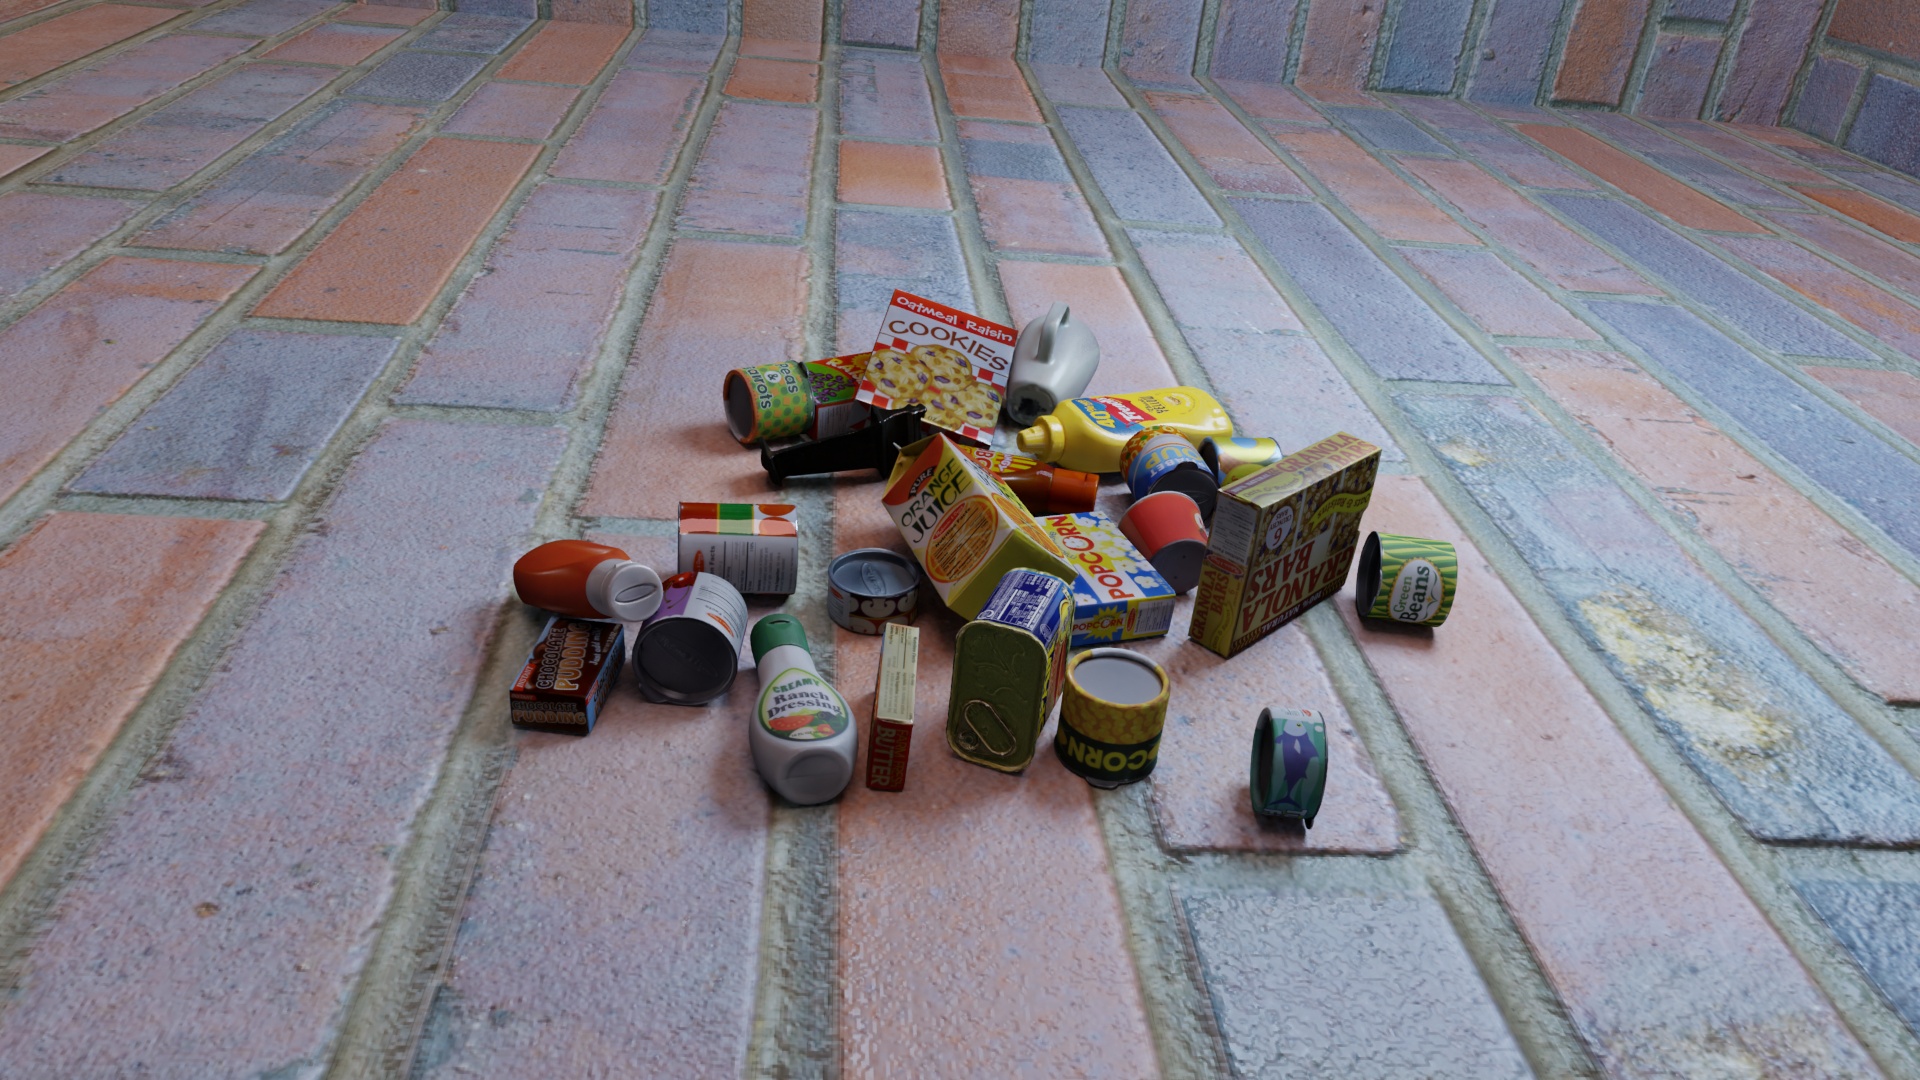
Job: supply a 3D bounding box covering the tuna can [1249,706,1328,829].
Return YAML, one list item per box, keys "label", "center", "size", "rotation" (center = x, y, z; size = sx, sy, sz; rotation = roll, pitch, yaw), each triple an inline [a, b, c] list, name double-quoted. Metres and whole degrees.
- label: "tuna can"
  center: [0.196, 0.136, 0.834]
  size: [0.033, 0.070, 0.071]
  rotation: [6, 29, 1]

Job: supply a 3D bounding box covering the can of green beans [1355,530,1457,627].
- label: "can of green beans"
  center: [0.335, 0.029, 1.045]
  size: [0.058, 0.071, 0.071]
  rotation: [8, 29, 3]

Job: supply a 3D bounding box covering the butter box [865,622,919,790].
- label: "butter box"
  center: [-0.042, 0.101, 0.858]
  size: [0.024, 0.052, 0.104]
  rotation: [7, 30, -4]

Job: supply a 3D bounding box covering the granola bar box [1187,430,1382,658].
- label: "granola bar box"
  center: [0.240, 0.001, 1.018]
  size: [0.039, 0.123, 0.166]
  rotation: [30, 37, 35]

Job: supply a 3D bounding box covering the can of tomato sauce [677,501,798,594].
- label: "can of tomato sauce"
  center: [-0.160, 0.005, 0.991]
  size: [0.083, 0.070, 0.071]
  rotation: [1, 30, -11]

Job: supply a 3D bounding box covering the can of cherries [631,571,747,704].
- label: "can of cherries"
  center: [-0.174, 0.063, 0.889]
  size: [0.071, 0.071, 0.059]
  rotation: [4, 29, -4]

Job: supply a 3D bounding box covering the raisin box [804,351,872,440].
- label: "raisin box"
  center: [-0.099, -0.135, 1.276]
  size: [0.124, 0.039, 0.086]
  rotation: [-15, 36, -31]

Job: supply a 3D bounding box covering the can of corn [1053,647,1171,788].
- label: "can of corn"
  center: [0.094, 0.109, 0.865]
  size: [0.071, 0.058, 0.071]
  rotation: [5, 29, -2]

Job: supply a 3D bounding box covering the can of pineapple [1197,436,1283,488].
- label: "can of pineapple"
  center: [0.235, -0.054, 1.172]
  size: [0.058, 0.070, 0.071]
  rotation: [0, 30, -10]

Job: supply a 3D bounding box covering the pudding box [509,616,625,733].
- label: "pudding box"
  center: [-0.246, 0.083, 0.872]
  size: [0.050, 0.030, 0.084]
  rotation: [6, 29, 1]

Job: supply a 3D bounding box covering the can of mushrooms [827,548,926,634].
- label: "can of mushrooms"
  center: [-0.060, 0.036, 0.989]
  size: [0.071, 0.033, 0.071]
  rotation: [5, 29, -2]

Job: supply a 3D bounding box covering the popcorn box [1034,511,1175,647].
- label: "popcorn box"
  center: [0.092, 0.027, 1.030]
  size: [0.085, 0.038, 0.127]
  rotation: [-6, 32, -20]

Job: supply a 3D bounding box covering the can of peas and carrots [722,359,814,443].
- label: "can of peas and carrots"
  center: [-0.167, -0.122, 1.209]
  size: [0.059, 0.070, 0.071]
  rotation: [-13, 35, -30]

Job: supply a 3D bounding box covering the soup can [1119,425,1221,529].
- label: "soup can"
  center: [0.174, -0.052, 1.151]
  size: [0.071, 0.071, 0.084]
  rotation: [1, 30, -10]

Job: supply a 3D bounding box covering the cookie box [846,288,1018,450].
- label: "cookie box"
  center: [-0.022, -0.146, 1.243]
  size: [0.123, 0.040, 0.168]
  rotation: [19, 45, -5]

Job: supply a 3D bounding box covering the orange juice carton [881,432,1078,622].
- label: "orange juice carton"
  center: [0.004, -0.013, 1.021]
  size: [0.071, 0.073, 0.193]
  rotation: [34, 12, -35]

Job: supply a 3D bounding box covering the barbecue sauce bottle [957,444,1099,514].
- label: "barbecue sauce bottle"
  center: [0.038, -0.048, 1.146]
  size: [0.148, 0.043, 0.065]
  rotation: [10, 28, 6]

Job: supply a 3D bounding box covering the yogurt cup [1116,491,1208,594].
- label: "yogurt cup"
  center: [0.159, 0.004, 1.059]
  size: [0.072, 0.072, 0.054]
  rotation: [-2, 38, -14]

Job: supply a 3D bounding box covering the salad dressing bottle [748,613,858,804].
- label: "salad dressing bottle"
  center: [-0.103, 0.099, 0.858]
  size: [0.064, 0.043, 0.148]
  rotation: [-4, 31, -16]

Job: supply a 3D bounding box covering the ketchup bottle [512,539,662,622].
- label: "ketchup bottle"
  center: [-0.240, 0.027, 0.906]
  size: [0.065, 0.043, 0.149]
  rotation: [-19, 14, -32]
